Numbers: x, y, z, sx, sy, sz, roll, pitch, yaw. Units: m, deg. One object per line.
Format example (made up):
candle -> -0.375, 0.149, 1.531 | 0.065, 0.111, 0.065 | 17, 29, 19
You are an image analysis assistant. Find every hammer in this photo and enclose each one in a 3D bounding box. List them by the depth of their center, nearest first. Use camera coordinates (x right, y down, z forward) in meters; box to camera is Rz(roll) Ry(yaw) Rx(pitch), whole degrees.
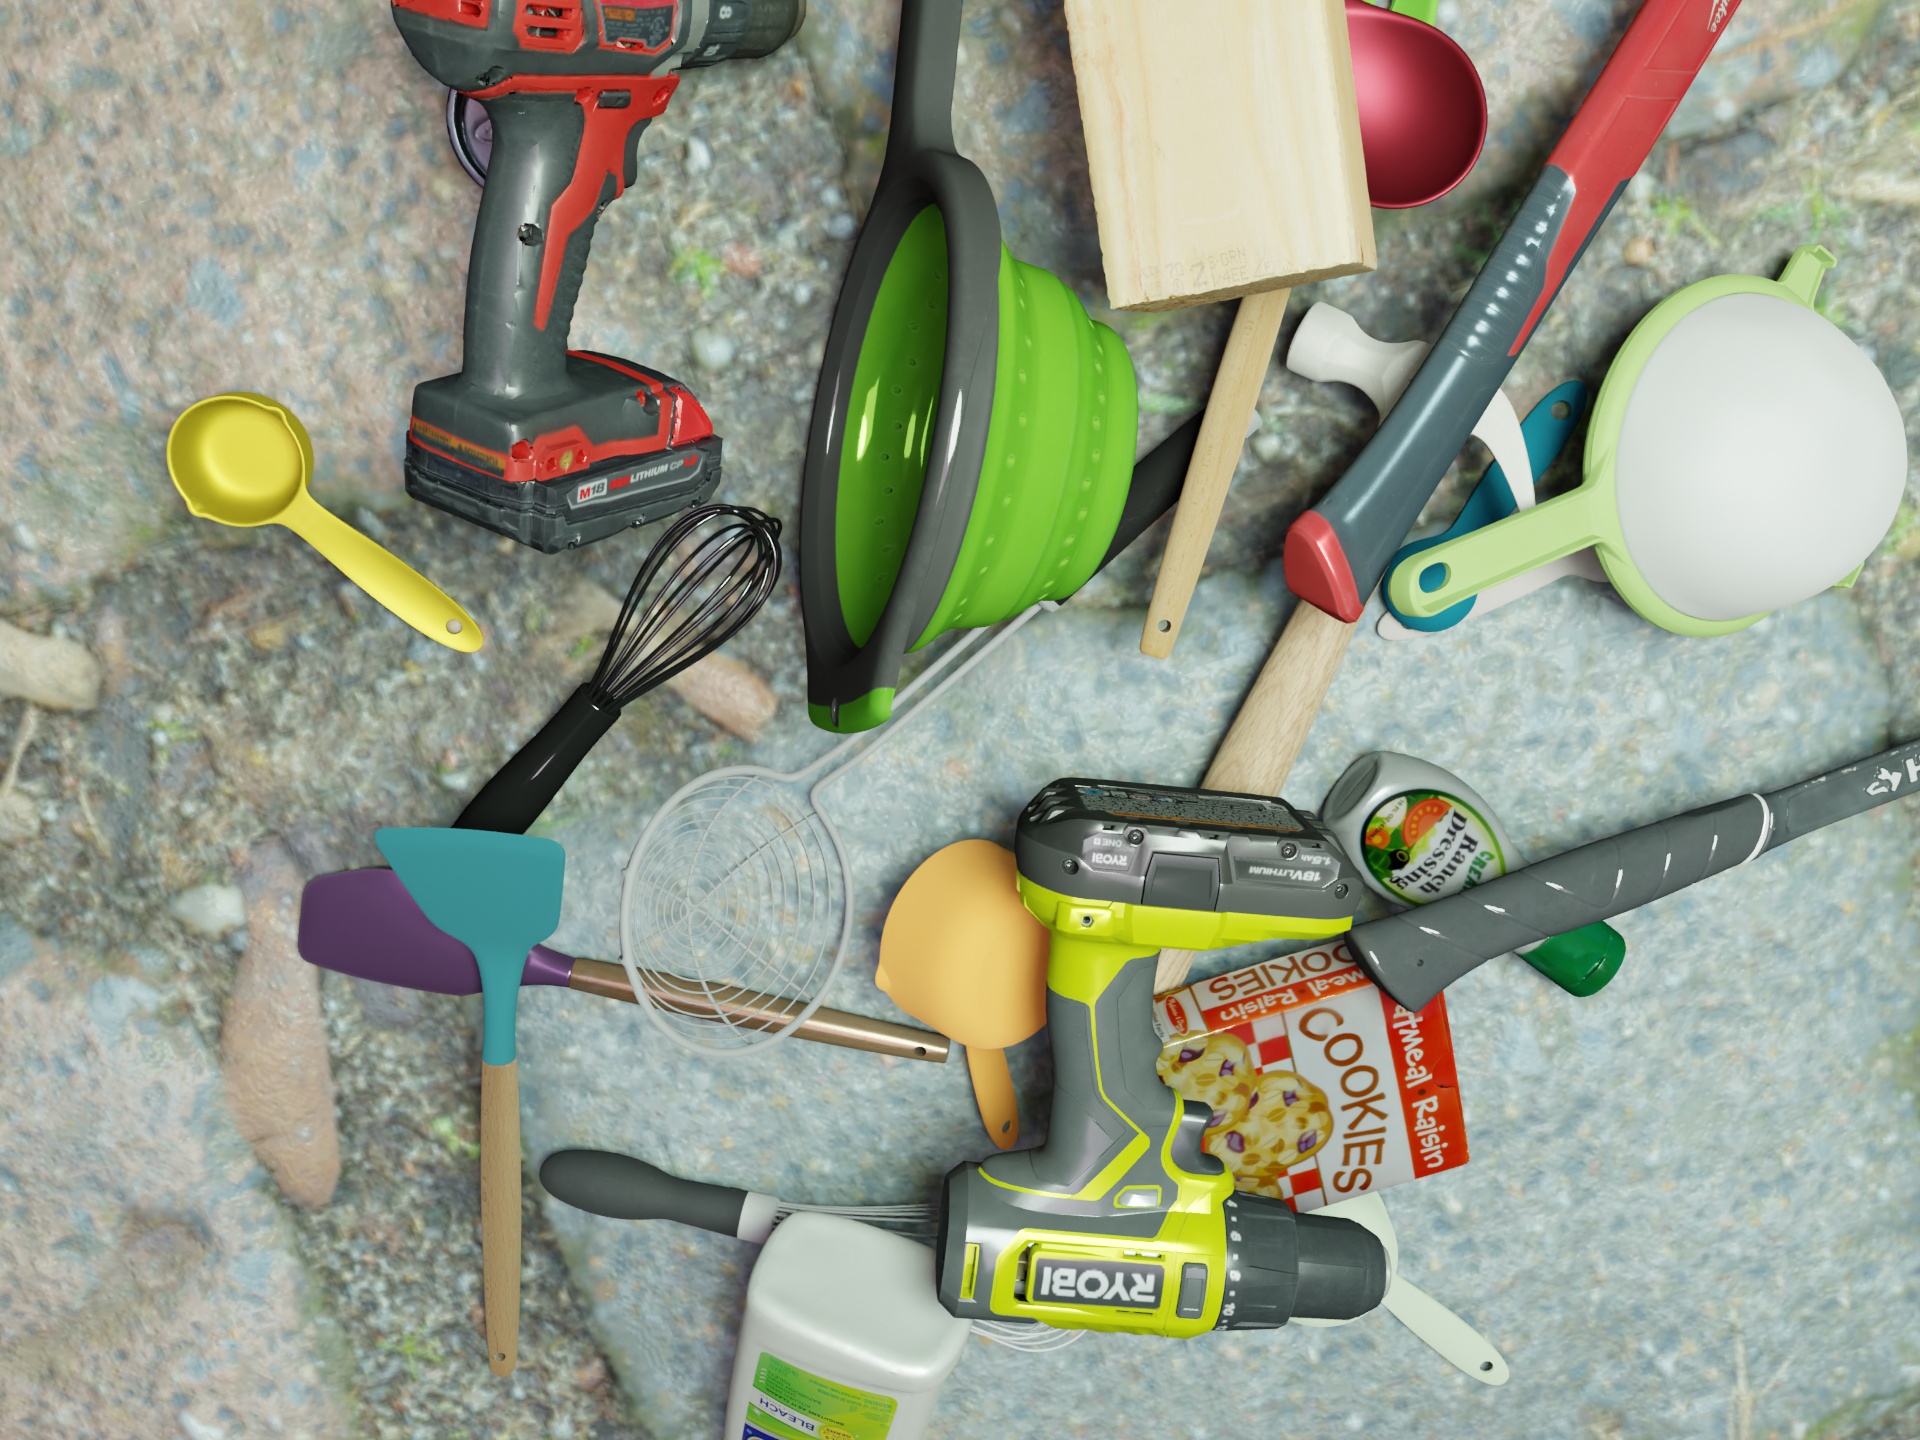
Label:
hammer -> 0.250, -0.204, 0.615 | 0.143, 0.038, 0.386 | 26, 98, -35
hammer -> 0.360, 0.036, 0.691 | 0.409, 0.036, 0.149 | -19, 101, -5
hammer -> 0.145, -0.005, 0.706 | 0.130, 0.031, 0.331 | 28, 108, 15

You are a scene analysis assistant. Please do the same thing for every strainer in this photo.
strainer -> 0.286, -0.087, 0.625 | 0.256, 0.069, 0.151 | -22, 108, -21

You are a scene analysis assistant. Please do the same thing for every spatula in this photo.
spatula -> -0.223, 0.188, 0.752 | 0.082, 0.044, 0.317 | 4, 110, -1
spatula -> -0.159, 0.124, 0.759 | 0.316, 0.018, 0.059 | 13, 105, -2

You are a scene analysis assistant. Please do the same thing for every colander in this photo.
colander -> 0.015, -0.188, 0.623 | 0.094, 0.204, 0.397 | 7, 86, -19

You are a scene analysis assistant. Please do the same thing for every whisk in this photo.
whisk -> -0.163, -0.007, 0.714 | 0.055, 0.055, 0.239 | 42, 104, -9
whisk -> -0.067, 0.249, 0.775 | 0.284, 0.070, 0.070 | 12, 104, 3

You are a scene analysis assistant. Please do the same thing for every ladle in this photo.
ladle -> 0.094, -0.329, 0.618 | 0.069, 0.031, 0.315 | -38, 90, 12

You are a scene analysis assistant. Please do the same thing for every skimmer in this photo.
skimmer -> -0.001, -0.002, 0.690 | 0.363, 0.090, 0.127 | -41, 125, 8

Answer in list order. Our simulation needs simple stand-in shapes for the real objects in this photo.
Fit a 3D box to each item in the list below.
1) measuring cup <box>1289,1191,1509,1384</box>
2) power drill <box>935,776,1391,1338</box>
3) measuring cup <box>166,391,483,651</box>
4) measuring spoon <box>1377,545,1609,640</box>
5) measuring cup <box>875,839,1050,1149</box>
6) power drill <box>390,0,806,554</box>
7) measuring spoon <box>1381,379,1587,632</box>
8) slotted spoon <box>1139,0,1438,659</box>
measuring cup -> 0.212, 0.288, 0.785 | 0.167, 0.038, 0.083 | 38, 101, -6
power drill -> 0.095, 0.148, 0.660 | 0.190, 0.080, 0.228 | 5, 100, -3
measuring cup -> -0.277, -0.085, 0.710 | 0.156, 0.029, 0.062 | 41, 101, -21
measuring spoon -> 0.247, -0.061, 0.709 | 0.124, 0.018, 0.034 | -21, 103, 7
measuring cup -> 0.022, 0.139, 0.730 | 0.095, 0.052, 0.173 | -29, 121, -31
power drill -> -0.134, -0.196, 0.619 | 0.080, 0.188, 0.226 | 23, 120, 23
measuring spoon -> 0.232, -0.095, 0.695 | 0.042, 0.021, 0.128 | 37, 100, 11
slotted spoon -> 0.124, -0.177, 0.658 | 0.070, 0.031, 0.314 | 16, 96, -1
